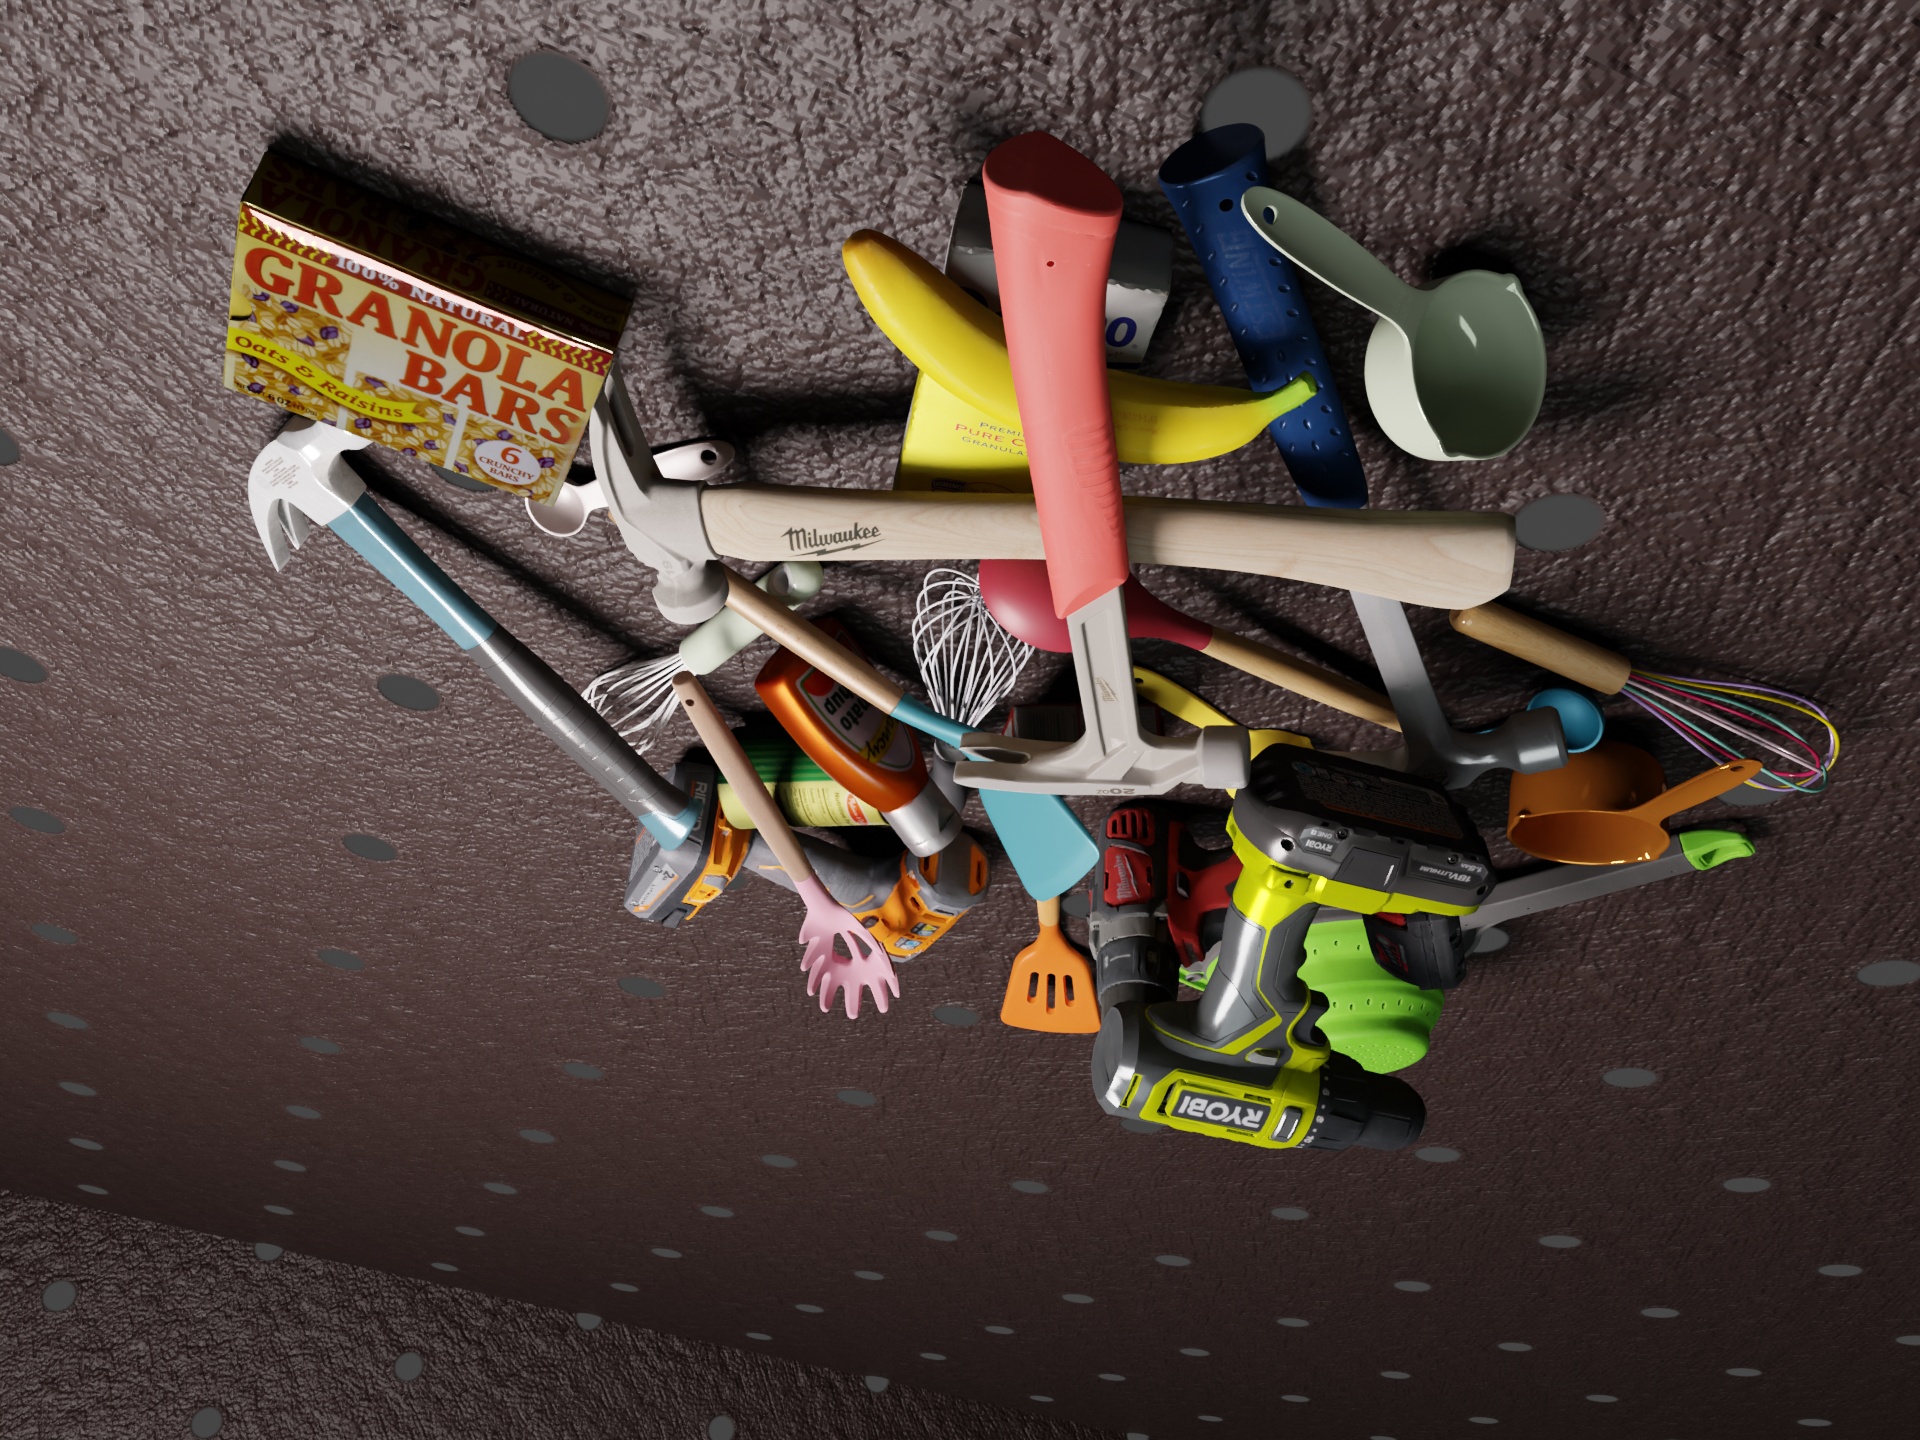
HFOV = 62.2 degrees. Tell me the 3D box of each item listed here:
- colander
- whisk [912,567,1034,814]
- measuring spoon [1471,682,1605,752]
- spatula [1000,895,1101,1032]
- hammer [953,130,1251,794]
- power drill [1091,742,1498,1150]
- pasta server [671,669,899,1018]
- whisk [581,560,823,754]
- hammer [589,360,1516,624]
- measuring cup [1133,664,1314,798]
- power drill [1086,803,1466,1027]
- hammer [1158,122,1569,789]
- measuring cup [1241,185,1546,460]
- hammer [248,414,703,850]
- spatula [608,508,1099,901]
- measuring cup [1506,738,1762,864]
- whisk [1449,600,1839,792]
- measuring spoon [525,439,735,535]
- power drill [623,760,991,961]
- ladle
[{"bbox_3d":[0.325,0.166,1.056,0.397,0.095,0.204,-22,148,31],"label":"colander"},{"bbox_3d":[-0.002,-0.004,0.938,0.070,0.070,0.284,9,152,-1],"label":"whisk"},{"bbox_3d":[0.315,0.007,0.916,0.042,0.021,0.128,54,143,-7],"label":"measuring spoon"},{"bbox_3d":[0.063,0.139,1.146,0.081,0.041,0.322,4,145,8],"label":"spatula"},{"bbox_3d":[0.043,-0.079,0.671,0.149,0.037,0.358,1,144,13],"label":"hammer"},{"bbox_3d":[0.194,0.139,0.862,0.190,0.080,0.228,14,117,-9],"label":"power drill"},{"bbox_3d":[-0.108,0.084,0.979,0.060,0.040,0.315,-13,136,10],"label":"pasta server"},{"bbox_3d":[-0.159,-0.035,0.937,0.059,0.058,0.246,-8,162,-48],"label":"whisk"},{"bbox_3d":[0.035,-0.093,0.719,0.410,0.038,0.146,4,144,13],"label":"hammer"},{"bbox_3d":[0.150,0.012,0.944,0.156,0.029,0.062,29,141,-29],"label":"measuring cup"},{"bbox_3d":[0.187,0.127,0.973,0.227,0.188,0.080,-8,137,17],"label":"power drill"},{"bbox_3d":[0.175,-0.091,0.745,0.144,0.035,0.405,-14,136,22],"label":"hammer"},{"bbox_3d":[0.166,-0.163,0.639,0.167,0.083,0.038,26,172,-26],"label":"measuring cup"},{"bbox_3d":[-0.262,-0.039,0.902,0.128,0.033,0.330,-18,126,35],"label":"hammer"},{"bbox_3d":[-0.060,-0.017,0.854,0.317,0.044,0.082,35,147,-5],"label":"spatula"},{"bbox_3d":[0.376,0.031,0.883,0.095,0.052,0.173,16,155,-13],"label":"measuring cup"},{"bbox_3d":[0.368,-0.013,0.852,0.245,0.051,0.047,20,150,-12],"label":"whisk"},{"bbox_3d":[-0.170,-0.126,0.826,0.124,0.018,0.034,-13,119,19],"label":"measuring spoon"},{"bbox_3d":[-0.113,0.114,1.113,0.226,0.084,0.164,16,146,-19],"label":"power drill"},{"bbox_3d":[0.151,-0.035,0.861,0.315,0.069,0.031,19,170,-25],"label":"ladle"}]
